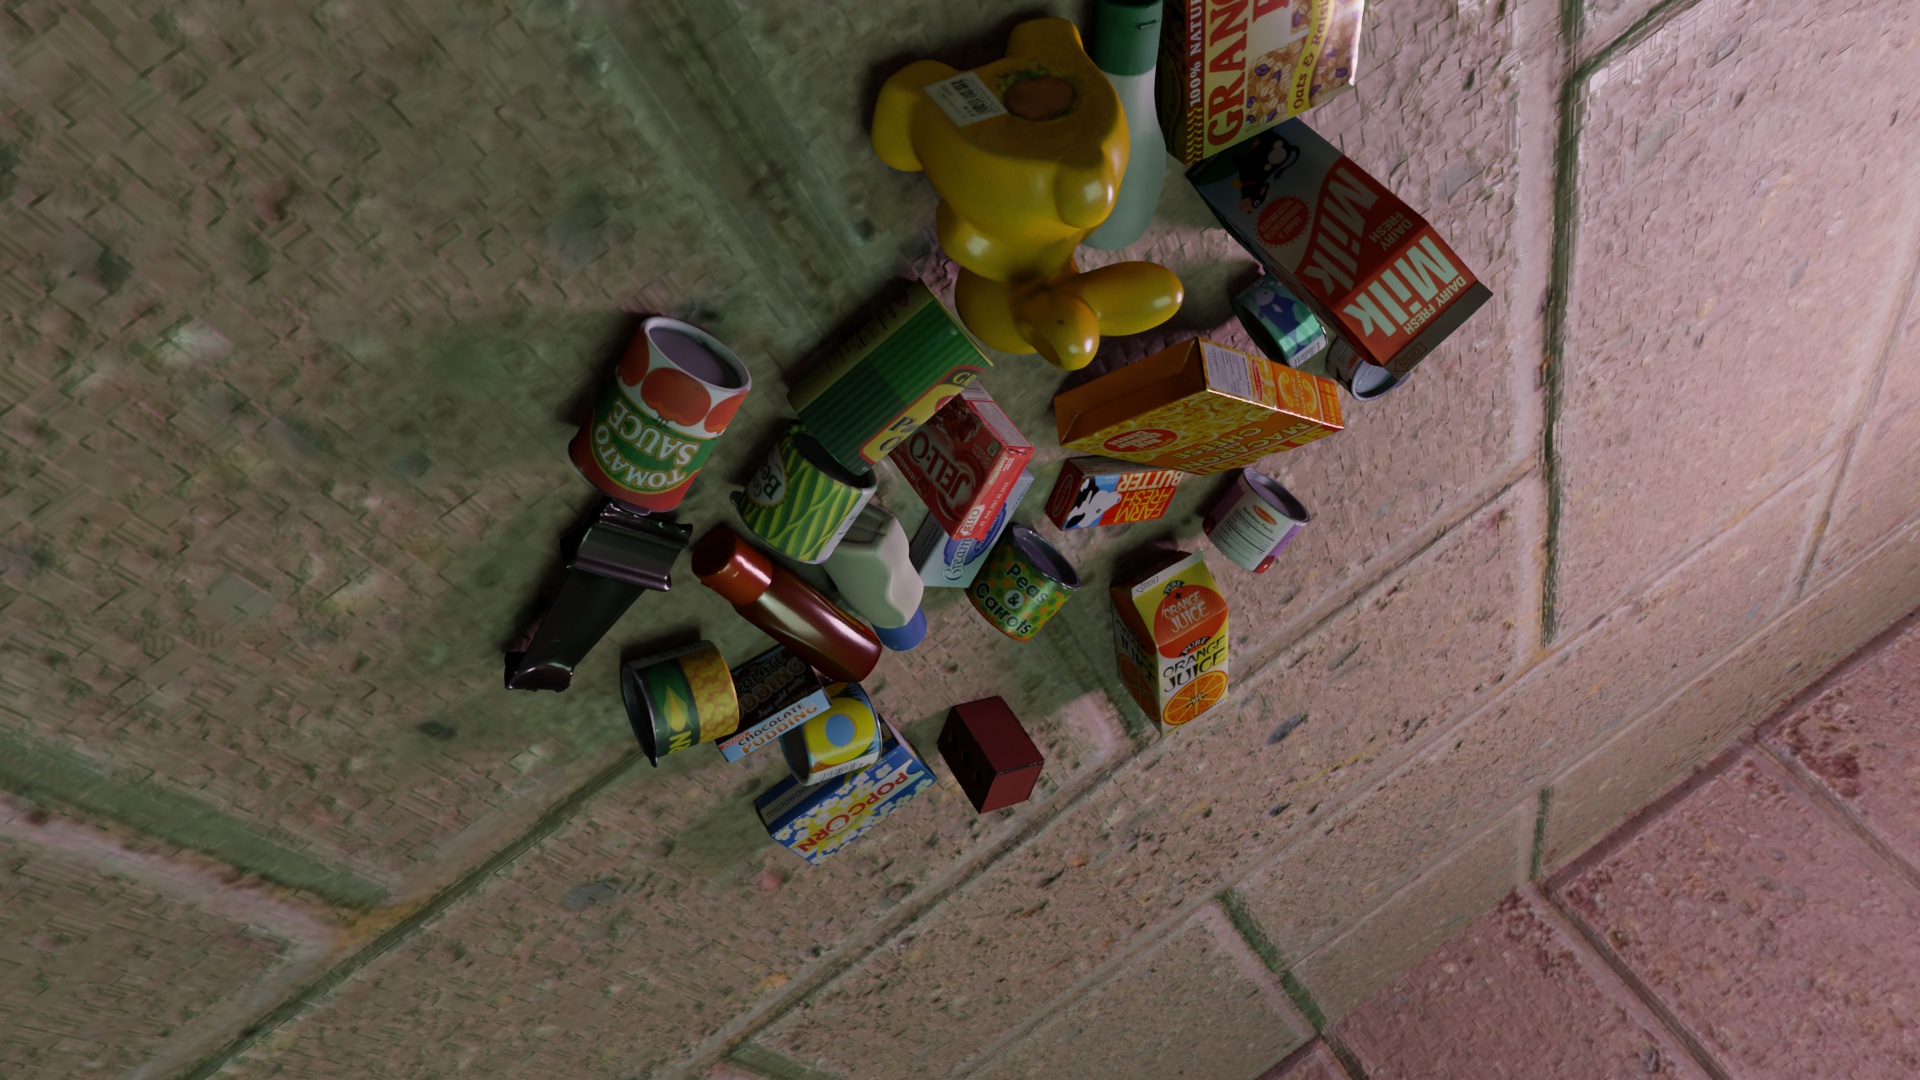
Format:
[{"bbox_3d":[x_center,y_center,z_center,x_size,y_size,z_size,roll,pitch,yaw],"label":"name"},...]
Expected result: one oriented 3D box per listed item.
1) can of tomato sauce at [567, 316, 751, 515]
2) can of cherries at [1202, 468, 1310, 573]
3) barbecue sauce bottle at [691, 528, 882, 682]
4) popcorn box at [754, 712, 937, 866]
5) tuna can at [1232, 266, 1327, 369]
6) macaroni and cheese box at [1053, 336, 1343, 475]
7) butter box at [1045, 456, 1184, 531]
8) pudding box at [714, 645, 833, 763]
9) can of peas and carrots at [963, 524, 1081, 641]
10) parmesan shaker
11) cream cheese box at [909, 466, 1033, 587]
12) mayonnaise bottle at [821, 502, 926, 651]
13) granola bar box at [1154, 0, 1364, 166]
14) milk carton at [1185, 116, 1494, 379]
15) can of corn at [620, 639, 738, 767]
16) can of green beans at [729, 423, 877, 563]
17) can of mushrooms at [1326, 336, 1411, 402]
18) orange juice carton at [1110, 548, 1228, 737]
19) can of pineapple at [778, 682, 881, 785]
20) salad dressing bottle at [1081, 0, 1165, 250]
[{"bbox_3d":[-0.159,-0.066,0.737,0.071,0.071,0.082,12,122,-46],"label":"can of tomato sauce"},{"bbox_3d":[0.240,-0.016,1.127,0.071,0.072,0.058,9,125,-45],"label":"can of cherries"},{"bbox_3d":[-0.115,0.043,0.908,0.044,0.065,0.148,-58,137,-11],"label":"barbecue sauce bottle"},{"bbox_3d":[-0.092,0.204,1.125,0.127,0.038,0.085,-35,143,0],"label":"popcorn box"},{"bbox_3d":[0.218,-0.153,0.956,0.033,0.071,0.071,-37,144,3],"label":"tuna can"},{"bbox_3d":[0.166,-0.087,0.957,0.167,0.040,0.123,8,160,-44],"label":"macaroni and cheese box"},{"bbox_3d":[0.117,-0.038,1.035,0.104,0.024,0.052,-7,135,-34],"label":"butter box"},{"bbox_3d":[-0.138,0.112,0.973,0.084,0.050,0.030,-28,145,-10],"label":"pudding box"},{"bbox_3d":[0.045,0.032,1.017,0.058,0.071,0.071,-49,142,18],"label":"can of peas and carrots"},{"bbox_3d":[-0.041,-0.094,0.809,0.103,0.071,0.071,-40,144,7],"label":"parmesan shaker"},{"bbox_3d":[0.003,-0.012,0.971,0.053,0.024,0.103,3,129,-40],"label":"cream cheese box"},{"bbox_3d":[-0.056,0.027,0.938,0.041,0.065,0.147,-64,157,-24],"label":"mayonnaise bottle"},{"bbox_3d":[0.163,-0.303,0.761,0.124,0.039,0.164,-28,144,-12],"label":"granola bar box"},{"bbox_3d":[0.225,-0.175,0.826,0.072,0.191,0.073,-44,143,11],"label":"milk carton"},{"bbox_3d":[-0.184,0.106,0.911,0.058,0.071,0.070,-16,140,-26],"label":"can of corn"},{"bbox_3d":[-0.092,-0.029,0.838,0.071,0.071,0.057,13,122,-46],"label":"can of green beans"},{"bbox_3d":[0.321,-0.142,1.078,0.071,0.033,0.070,-22,142,-19],"label":"can of mushrooms"},{"bbox_3d":[0.178,0.079,1.176,0.072,0.073,0.191,-28,143,-11],"label":"orange juice carton"},{"bbox_3d":[-0.099,0.140,1.026,0.058,0.071,0.070,-16,140,-26],"label":"can of pineapple"},{"bbox_3d":[0.087,-0.234,0.773,0.064,0.044,0.146,-22,141,-20],"label":"salad dressing bottle"}]
